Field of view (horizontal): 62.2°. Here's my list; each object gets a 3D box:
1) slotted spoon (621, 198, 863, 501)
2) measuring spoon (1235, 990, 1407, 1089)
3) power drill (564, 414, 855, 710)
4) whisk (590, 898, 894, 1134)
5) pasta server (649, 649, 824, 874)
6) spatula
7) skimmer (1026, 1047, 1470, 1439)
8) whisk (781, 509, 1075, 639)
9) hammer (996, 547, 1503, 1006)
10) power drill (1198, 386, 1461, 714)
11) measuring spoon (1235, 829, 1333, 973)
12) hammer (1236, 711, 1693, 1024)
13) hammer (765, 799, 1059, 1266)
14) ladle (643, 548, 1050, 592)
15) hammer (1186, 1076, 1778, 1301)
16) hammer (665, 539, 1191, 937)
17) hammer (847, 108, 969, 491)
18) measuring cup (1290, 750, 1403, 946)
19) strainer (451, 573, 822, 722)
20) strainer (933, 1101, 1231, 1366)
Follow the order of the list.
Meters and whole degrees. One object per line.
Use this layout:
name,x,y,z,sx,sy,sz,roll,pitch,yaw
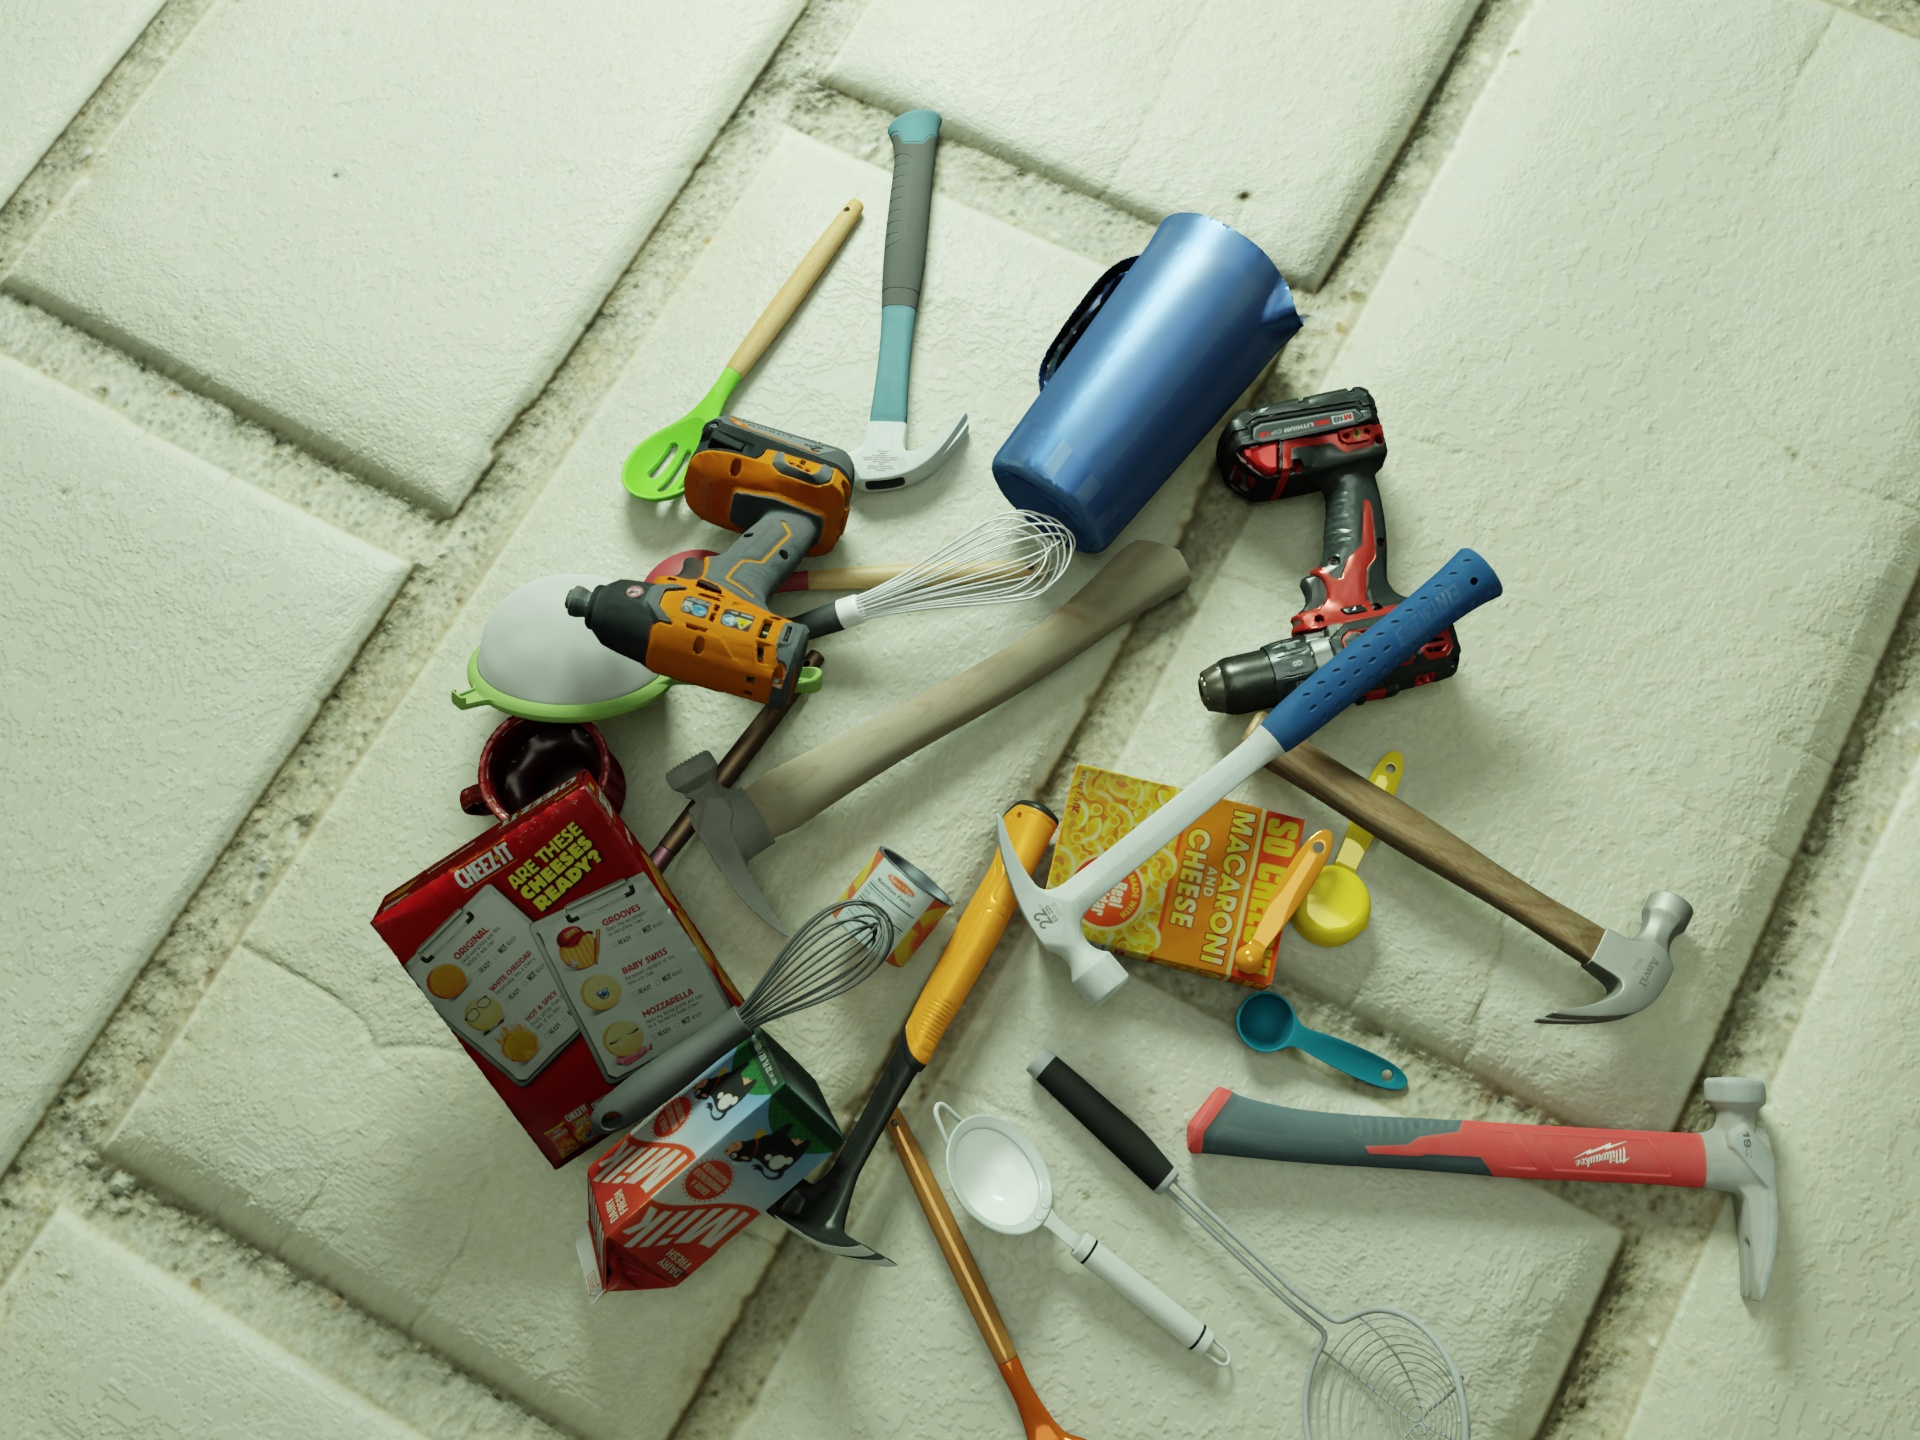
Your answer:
slotted spoon,-0.164,-0.295,1.263,0.070,0.031,0.314,26,75,24
measuring spoon,0.251,0.228,1.112,0.128,0.021,0.042,24,82,-1
power drill,-0.171,-0.116,1.126,0.164,0.084,0.227,16,47,-2
whisk,-0.145,0.196,1.047,0.239,0.055,0.055,-36,76,-2
pasta server,-0.197,0.075,1.166,0.060,0.040,0.316,33,75,10
spatula,0.021,0.403,1.058,0.081,0.041,0.323,-27,74,-4
skimmer,0.173,0.355,1.039,0.363,0.090,0.127,41,112,14
whisk,-0.052,-0.091,1.170,0.284,0.070,0.070,-17,74,12
hammer,0.203,0.015,1.099,0.405,0.035,0.144,-38,84,-5
power drill,0.250,-0.116,1.174,0.188,0.080,0.227,-12,78,-1
measuring spoon,0.225,0.124,1.097,0.021,0.011,0.117,33,79,9
hammer,0.341,0.097,1.115,0.331,0.031,0.130,33,66,9
hammer,-0.016,0.203,1.090,0.034,0.127,0.337,40,70,-30
ladle,-0.089,-0.106,1.210,0.315,0.031,0.069,-3,72,0
hammer,0.347,0.304,1.073,0.386,0.038,0.143,2,76,3
hammer,-0.002,-0.004,1.165,0.410,0.038,0.146,-31,92,-9
hammer,-0.049,-0.339,1.267,0.128,0.033,0.331,4,75,4
measuring cup,0.285,0.088,1.138,0.062,0.029,0.156,25,78,9
strainer,-0.226,-0.059,1.138,0.256,0.069,0.152,5,31,3
strainer,0.075,0.352,1.070,0.258,0.050,0.087,37,36,6
